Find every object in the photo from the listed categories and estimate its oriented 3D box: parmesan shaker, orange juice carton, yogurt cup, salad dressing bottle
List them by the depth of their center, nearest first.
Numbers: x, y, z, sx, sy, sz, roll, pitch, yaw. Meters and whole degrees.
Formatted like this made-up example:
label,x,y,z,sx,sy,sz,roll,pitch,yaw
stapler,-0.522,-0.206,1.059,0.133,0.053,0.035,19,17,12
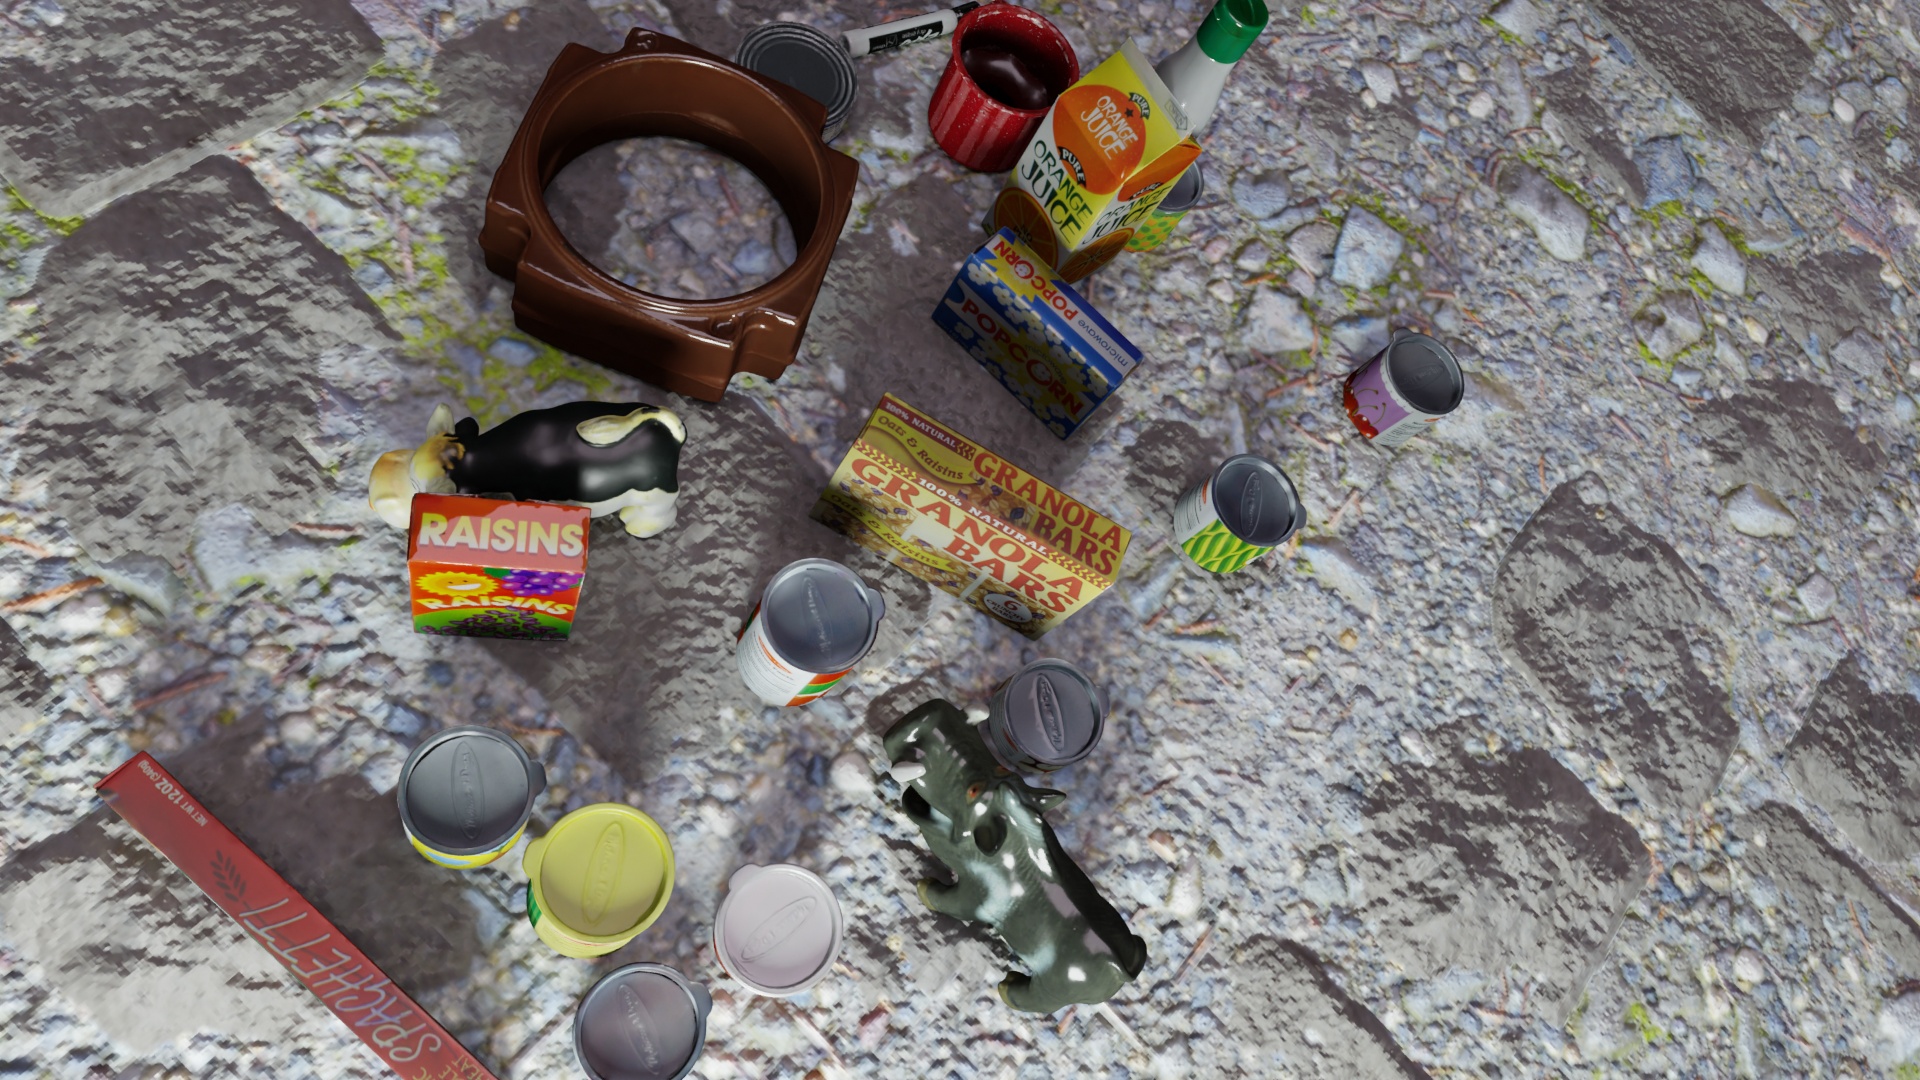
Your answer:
label,x,y,z,sx,sy,sz,roll,pitch,yaw
parmesan shaker,-0.187,0.173,0.703,0.071,0.102,0.071,7,68,-17
yogurt cup,-0.102,0.211,0.747,0.072,0.053,0.072,7,68,-17
orange juice carton,0.090,-0.243,0.913,0.073,0.192,0.072,-29,82,-26
salad dressing bottle,0.170,-0.335,1.003,0.044,0.147,0.064,-1,71,-20

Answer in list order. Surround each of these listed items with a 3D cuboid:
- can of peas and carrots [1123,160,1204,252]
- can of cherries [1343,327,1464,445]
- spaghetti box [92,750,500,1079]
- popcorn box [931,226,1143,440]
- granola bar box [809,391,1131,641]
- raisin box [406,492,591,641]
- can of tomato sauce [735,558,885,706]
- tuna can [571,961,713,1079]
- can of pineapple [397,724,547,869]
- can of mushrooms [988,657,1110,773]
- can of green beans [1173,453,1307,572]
label,x,y,z,sx,sy,sz,roll,pitch,yaw
can of peas and carrots,0.132,-0.251,1.007,0.071,0.058,0.071,7,68,-17
can of cherries,0.324,-0.113,1.023,0.071,0.058,0.072,7,68,-17
spaghetti box,-0.315,0.200,0.676,0.250,0.050,0.029,43,62,0
popcorn box,0.049,-0.135,0.917,0.127,0.085,0.038,43,62,0
granola bar box,0.003,-0.010,0.831,0.165,0.123,0.039,29,63,-7
raisin box,-0.243,0.016,0.732,0.086,0.123,0.040,5,69,-18
can of tomato sauce,-0.088,0.054,0.796,0.071,0.082,0.071,7,68,-17
tuna can,-0.165,0.252,0.720,0.071,0.032,0.071,7,68,-17
can of pineapple,-0.254,0.134,0.720,0.071,0.057,0.071,7,68,-17
can of mushrooms,0.054,0.108,0.854,0.071,0.033,0.071,7,68,-17
can of green beans,0.185,-0.017,0.936,0.071,0.057,0.071,7,68,-17
